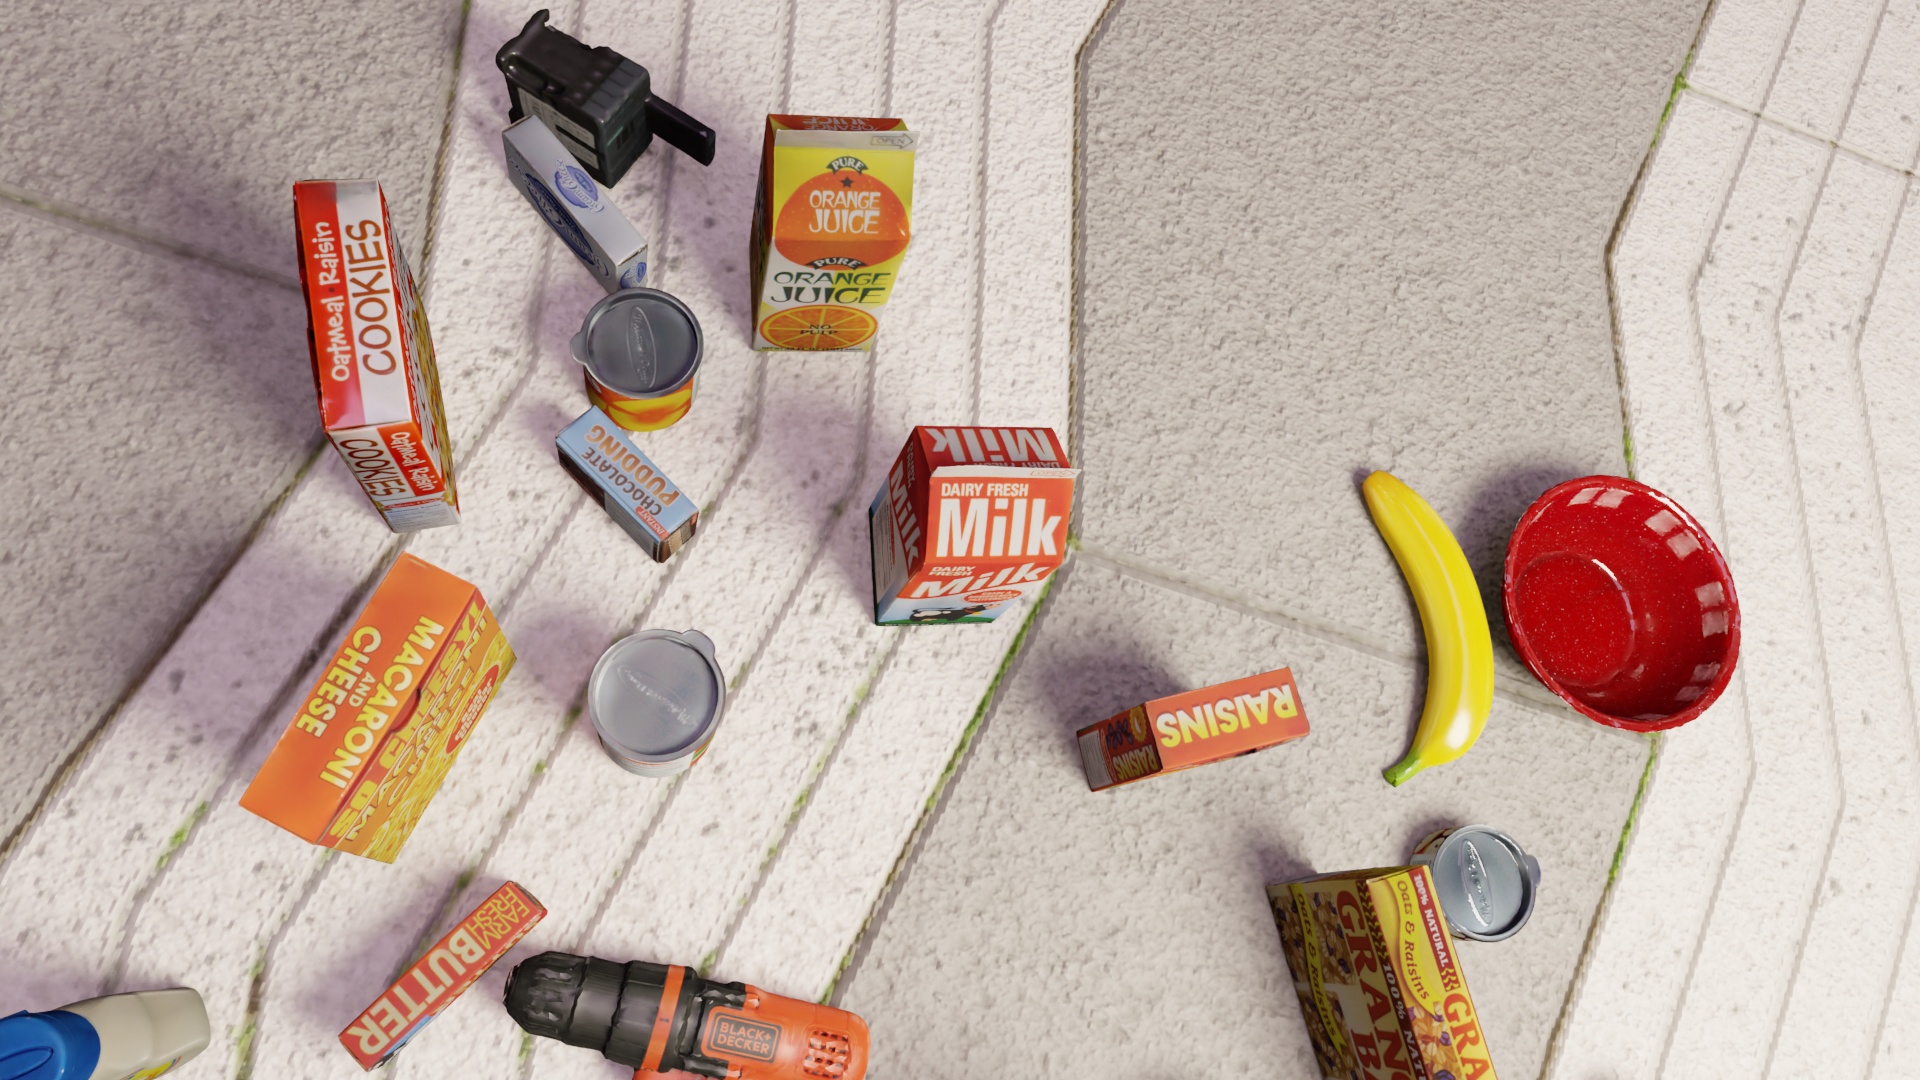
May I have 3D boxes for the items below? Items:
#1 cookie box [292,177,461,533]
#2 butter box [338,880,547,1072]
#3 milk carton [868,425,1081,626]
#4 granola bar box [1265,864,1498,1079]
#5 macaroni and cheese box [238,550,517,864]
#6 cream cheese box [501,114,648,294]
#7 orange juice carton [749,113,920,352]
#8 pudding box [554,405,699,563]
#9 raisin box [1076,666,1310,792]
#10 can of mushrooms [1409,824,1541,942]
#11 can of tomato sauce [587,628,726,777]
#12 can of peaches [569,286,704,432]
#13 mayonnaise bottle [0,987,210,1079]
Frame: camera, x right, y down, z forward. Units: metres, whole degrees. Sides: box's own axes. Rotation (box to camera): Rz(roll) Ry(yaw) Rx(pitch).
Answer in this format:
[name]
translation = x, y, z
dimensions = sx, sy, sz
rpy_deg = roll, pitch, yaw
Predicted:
[cookie box]
translation = -0.289, -0.085, 0.695
dimensions = 0.040, 0.167, 0.123
rpy_deg = -10, 77, -15
[butter box]
translation = -0.250, 0.210, 0.679
dimensions = 0.024, 0.053, 0.104
rpy_deg = 46, 70, 3
[milk carton]
translation = 0.003, -0.009, 0.725
dimensions = 0.072, 0.190, 0.073
rpy_deg = -1, 75, -13
[granola bar box]
translation = 0.227, 0.258, 0.733
dimensions = 0.039, 0.124, 0.166
rpy_deg = -12, 77, -15
[macaroni and cheese box]
translation = -0.263, 0.084, 0.652
dimensions = 0.040, 0.166, 0.124
rpy_deg = 28, 71, -4
[cream cheese box]
translation = -0.221, -0.190, 0.800
dimensions = 0.024, 0.053, 0.104
rpy_deg = -40, 86, -19
[orange juice carton]
translation = -0.073, -0.171, 0.754
dimensions = 0.072, 0.192, 0.073
rpy_deg = -1, 75, -13
[pudding box]
translation = -0.184, -0.030, 0.765
dimensions = 0.084, 0.049, 0.030
rpy_deg = 45, 71, 2
[raisin box]
translation = 0.122, 0.105, 0.755
dimensions = 0.086, 0.123, 0.040
rpy_deg = -11, 77, -15
[can of mushrooms]
translation = 0.301, 0.201, 0.815
dimensions = 0.071, 0.033, 0.071
rpy_deg = 3, 74, -12
[can of tomato sauce]
translation = -0.156, 0.085, 0.720
dimensions = 0.071, 0.083, 0.071
rpy_deg = 3, 74, -12
[can of peaches]
translation = -0.181, -0.100, 0.781
dimensions = 0.071, 0.058, 0.071
rpy_deg = 3, 74, -12
[mayonnaise bottle]
translation = -0.377, 0.220, 0.598
dimensions = 0.065, 0.147, 0.041
rpy_deg = -19, 80, -17
